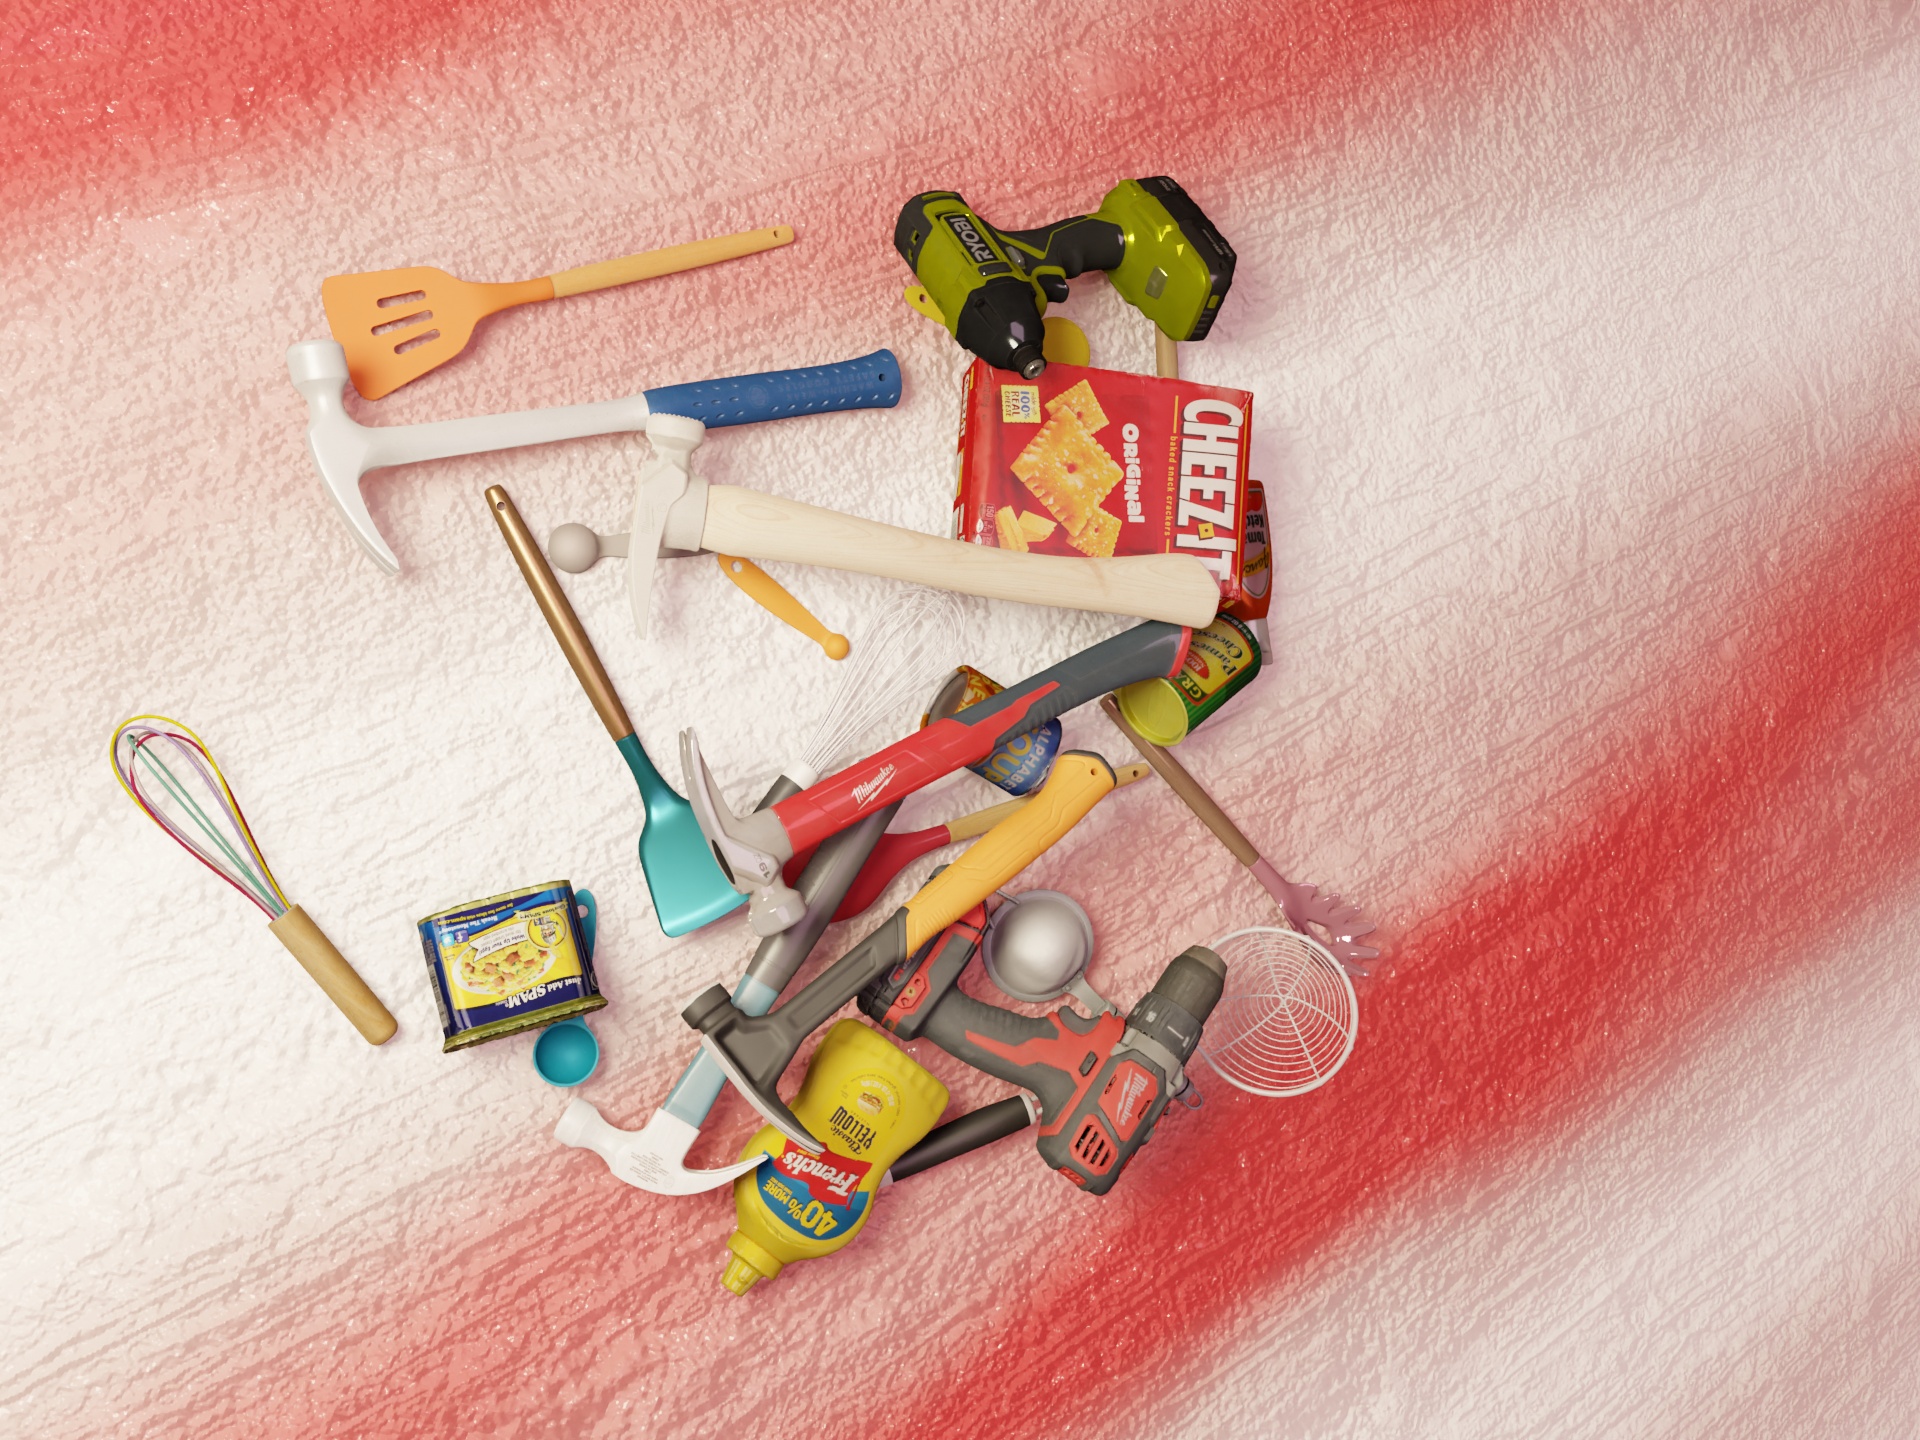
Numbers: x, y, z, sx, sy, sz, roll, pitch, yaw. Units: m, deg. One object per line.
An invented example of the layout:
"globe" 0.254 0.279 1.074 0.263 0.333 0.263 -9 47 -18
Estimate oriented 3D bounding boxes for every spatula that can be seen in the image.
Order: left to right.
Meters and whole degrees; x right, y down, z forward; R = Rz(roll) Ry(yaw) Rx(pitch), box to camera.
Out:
"spatula" -0.256 -0.294 1.068 0.322 0.041 0.081 -23 98 -29
"spatula" -0.232 -0.012 1.050 0.082 0.044 0.317 -29 98 -11

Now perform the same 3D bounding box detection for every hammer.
"hammer" -0.219 -0.197 1.055 0.405 0.035 0.144 -15 95 -30
"hammer" -0.127 0.164 1.067 0.128 0.033 0.331 32 76 -1
"hammer" -0.017 -0.099 1.082 0.410 0.038 0.146 8 92 -17
"hammer" -0.016 0.134 1.057 0.337 0.034 0.127 -38 81 -22
"hammer" -0.002 -0.003 1.090 0.386 0.038 0.143 -27 95 -25

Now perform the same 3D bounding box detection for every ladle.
"ladle" 0.011 0.078 1.173 0.315 0.031 0.069 -16 93 -27

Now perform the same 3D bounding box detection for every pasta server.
"pasta server" 0.221 0.092 1.265 0.316 0.040 0.060 47 57 -15

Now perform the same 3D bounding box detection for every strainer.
"strainer" 0.105 0.215 1.202 0.087 0.050 0.258 -46 110 -4

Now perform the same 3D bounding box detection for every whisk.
"whisk" -0.418 0.098 0.955 0.047 0.051 0.244 -42 108 -27
"whisk" -0.091 0.014 1.113 0.070 0.070 0.284 42 76 -18

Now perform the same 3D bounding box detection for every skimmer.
"skimmer" 0.110 0.257 1.143 0.363 0.090 0.127 -19 85 -15

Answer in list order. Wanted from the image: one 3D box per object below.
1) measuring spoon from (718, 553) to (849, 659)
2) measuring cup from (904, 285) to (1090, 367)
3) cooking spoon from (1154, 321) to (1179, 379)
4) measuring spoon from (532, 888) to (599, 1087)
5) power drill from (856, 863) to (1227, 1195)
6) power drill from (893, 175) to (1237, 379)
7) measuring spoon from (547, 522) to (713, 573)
"measuring spoon" -0.124 -0.082 1.123 0.116 0.011 0.021 39 72 -19
"measuring cup" 0.031 -0.296 1.200 0.156 0.029 0.062 18 79 -26
"cooking spoon" 0.165 -0.234 1.256 0.017 0.069 0.319 18 69 -67
"measuring spoon" -0.255 0.176 1.046 0.042 0.021 0.129 8 74 -16
"power drill" 0.060 0.192 1.109 0.227 0.080 0.188 35 72 6
"power drill" 0.083 -0.326 1.172 0.223 0.080 0.171 -16 60 -27
"measuring spoon" -0.216 -0.120 1.078 0.124 0.018 0.034 -7 90 -27
